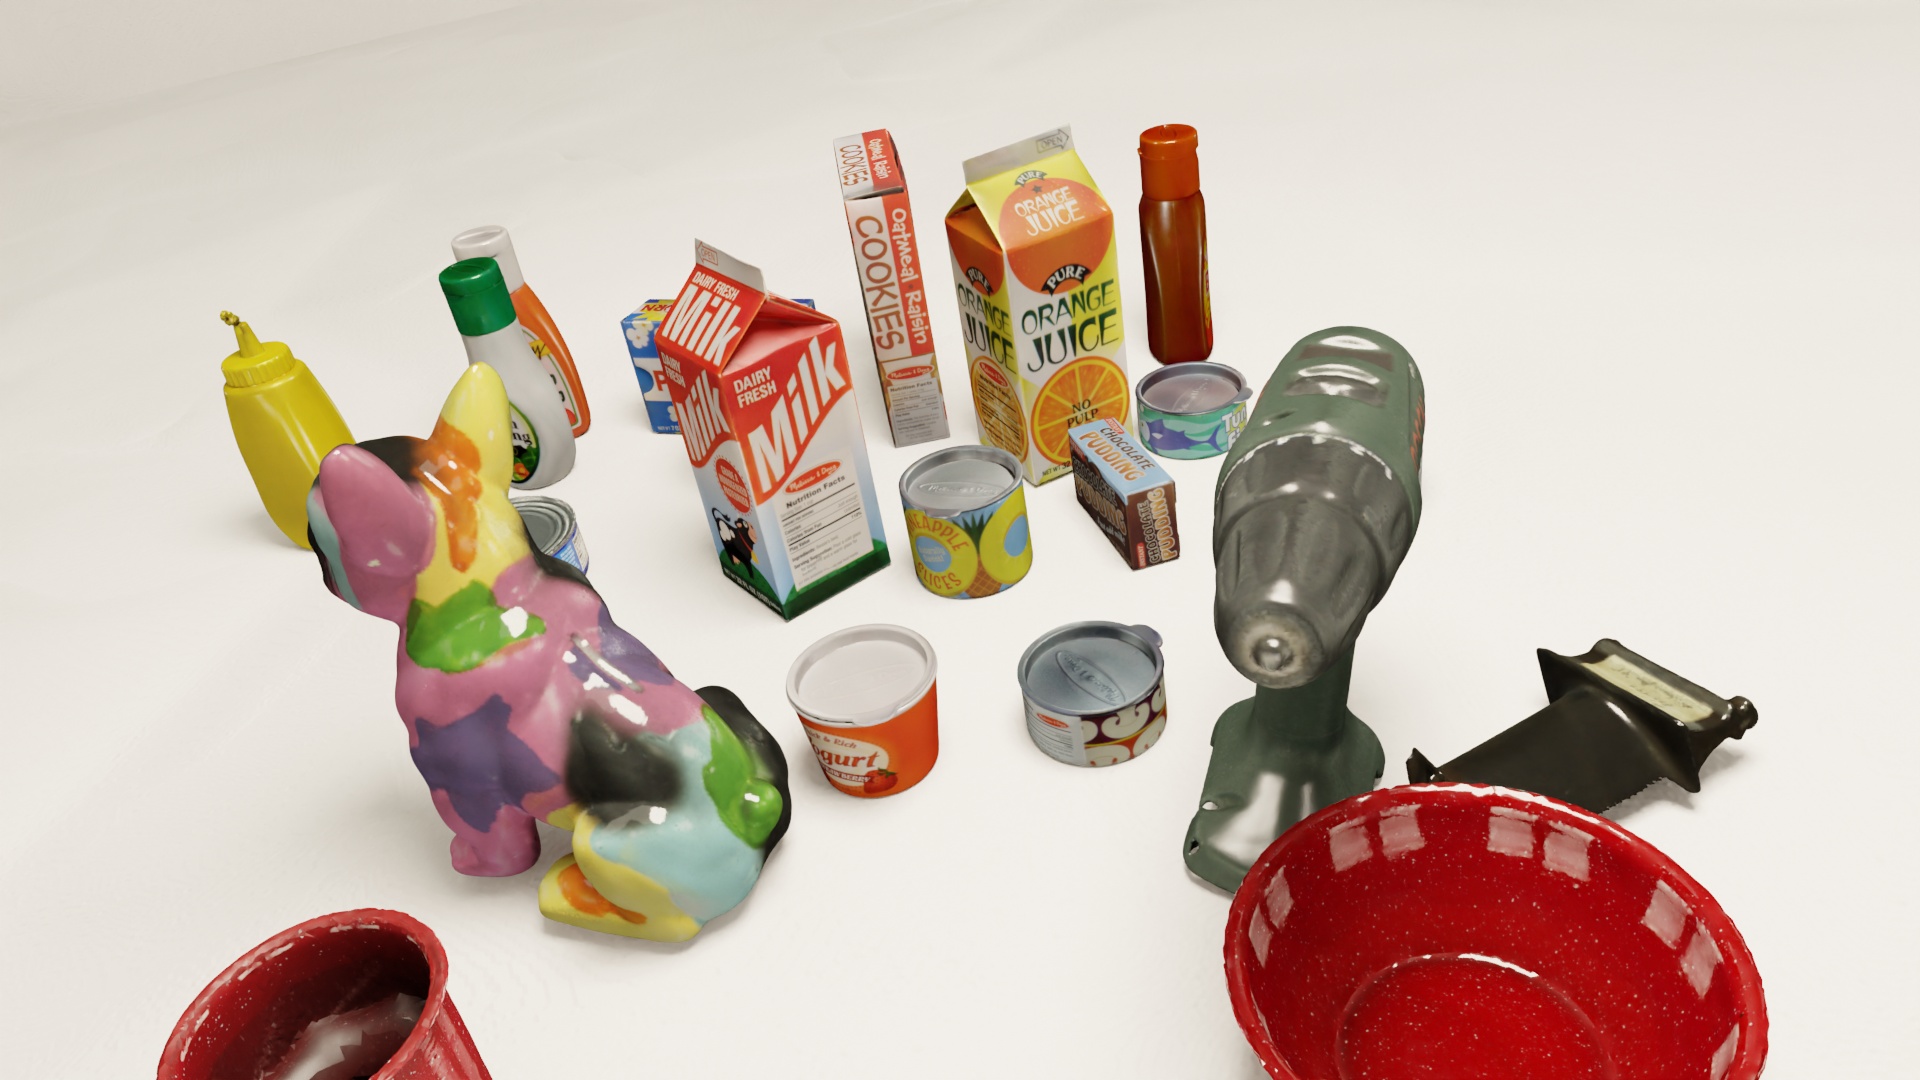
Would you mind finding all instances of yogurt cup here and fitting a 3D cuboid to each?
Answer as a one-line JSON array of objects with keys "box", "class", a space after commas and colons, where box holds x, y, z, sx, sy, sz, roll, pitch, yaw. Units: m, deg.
[{"box": [-0.040, 0.078, 0.626, 0.072, 0.053, 0.073, -7, 33, 5], "class": "yogurt cup"}]

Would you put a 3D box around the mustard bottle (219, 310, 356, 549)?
[{"box": [-0.409, -0.069, 0.847, 0.065, 0.159, 0.049, 1, 35, 16], "class": "mustard bottle"}]

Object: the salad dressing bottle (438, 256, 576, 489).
[{"box": [-0.288, -0.105, 0.880, 0.064, 0.147, 0.044, 11, 38, 29], "class": "salad dressing bottle"}]

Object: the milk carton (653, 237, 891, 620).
[{"box": [-0.100, -0.062, 0.728, 0.074, 0.189, 0.072, -29, 38, -27], "class": "milk carton"}]

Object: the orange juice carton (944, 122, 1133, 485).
[{"box": [0.044, -0.137, 0.801, 0.072, 0.191, 0.073, -23, 35, -19], "class": "orange juice carton"}]

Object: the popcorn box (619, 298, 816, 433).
[{"box": [-0.150, -0.114, 0.915, 0.127, 0.084, 0.038, 3, 35, 19], "class": "popcorn box"}]

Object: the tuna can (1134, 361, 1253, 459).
[{"box": [0.141, -0.078, 0.832, 0.071, 0.032, 0.071, -7, 33, 5], "class": "tuna can"}]

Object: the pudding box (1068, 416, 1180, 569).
[{"box": [0.088, -0.027, 0.754, 0.030, 0.049, 0.084, -17, 34, -10], "class": "pudding box"}]

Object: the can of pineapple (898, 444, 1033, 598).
[{"box": [0.003, -0.009, 0.742, 0.071, 0.057, 0.071, -7, 33, 5], "class": "can of pineapple"}]

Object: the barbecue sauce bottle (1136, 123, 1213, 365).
[{"box": [0.138, -0.192, 0.899, 0.044, 0.147, 0.065, -6, 33, 6], "class": "barbecue sauce bottle"}]

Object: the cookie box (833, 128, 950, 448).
[{"box": [-0.044, -0.162, 0.885, 0.040, 0.166, 0.123, -11, 33, -2], "class": "cookie box"}]

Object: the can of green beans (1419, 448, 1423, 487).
[{"box": [0.212, -0.045, 0.742, 0.071, 0.057, 0.071, -7, 33, 5], "class": "can of green beans"}]

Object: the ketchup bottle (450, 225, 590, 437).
[{"box": [-0.297, -0.134, 0.926, 0.065, 0.148, 0.044, -17, 34, -10], "class": "ketchup bottle"}]

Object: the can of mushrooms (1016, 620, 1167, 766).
[{"box": [0.063, 0.068, 0.632, 0.071, 0.033, 0.071, -7, 33, 5], "class": "can of mushrooms"}]
